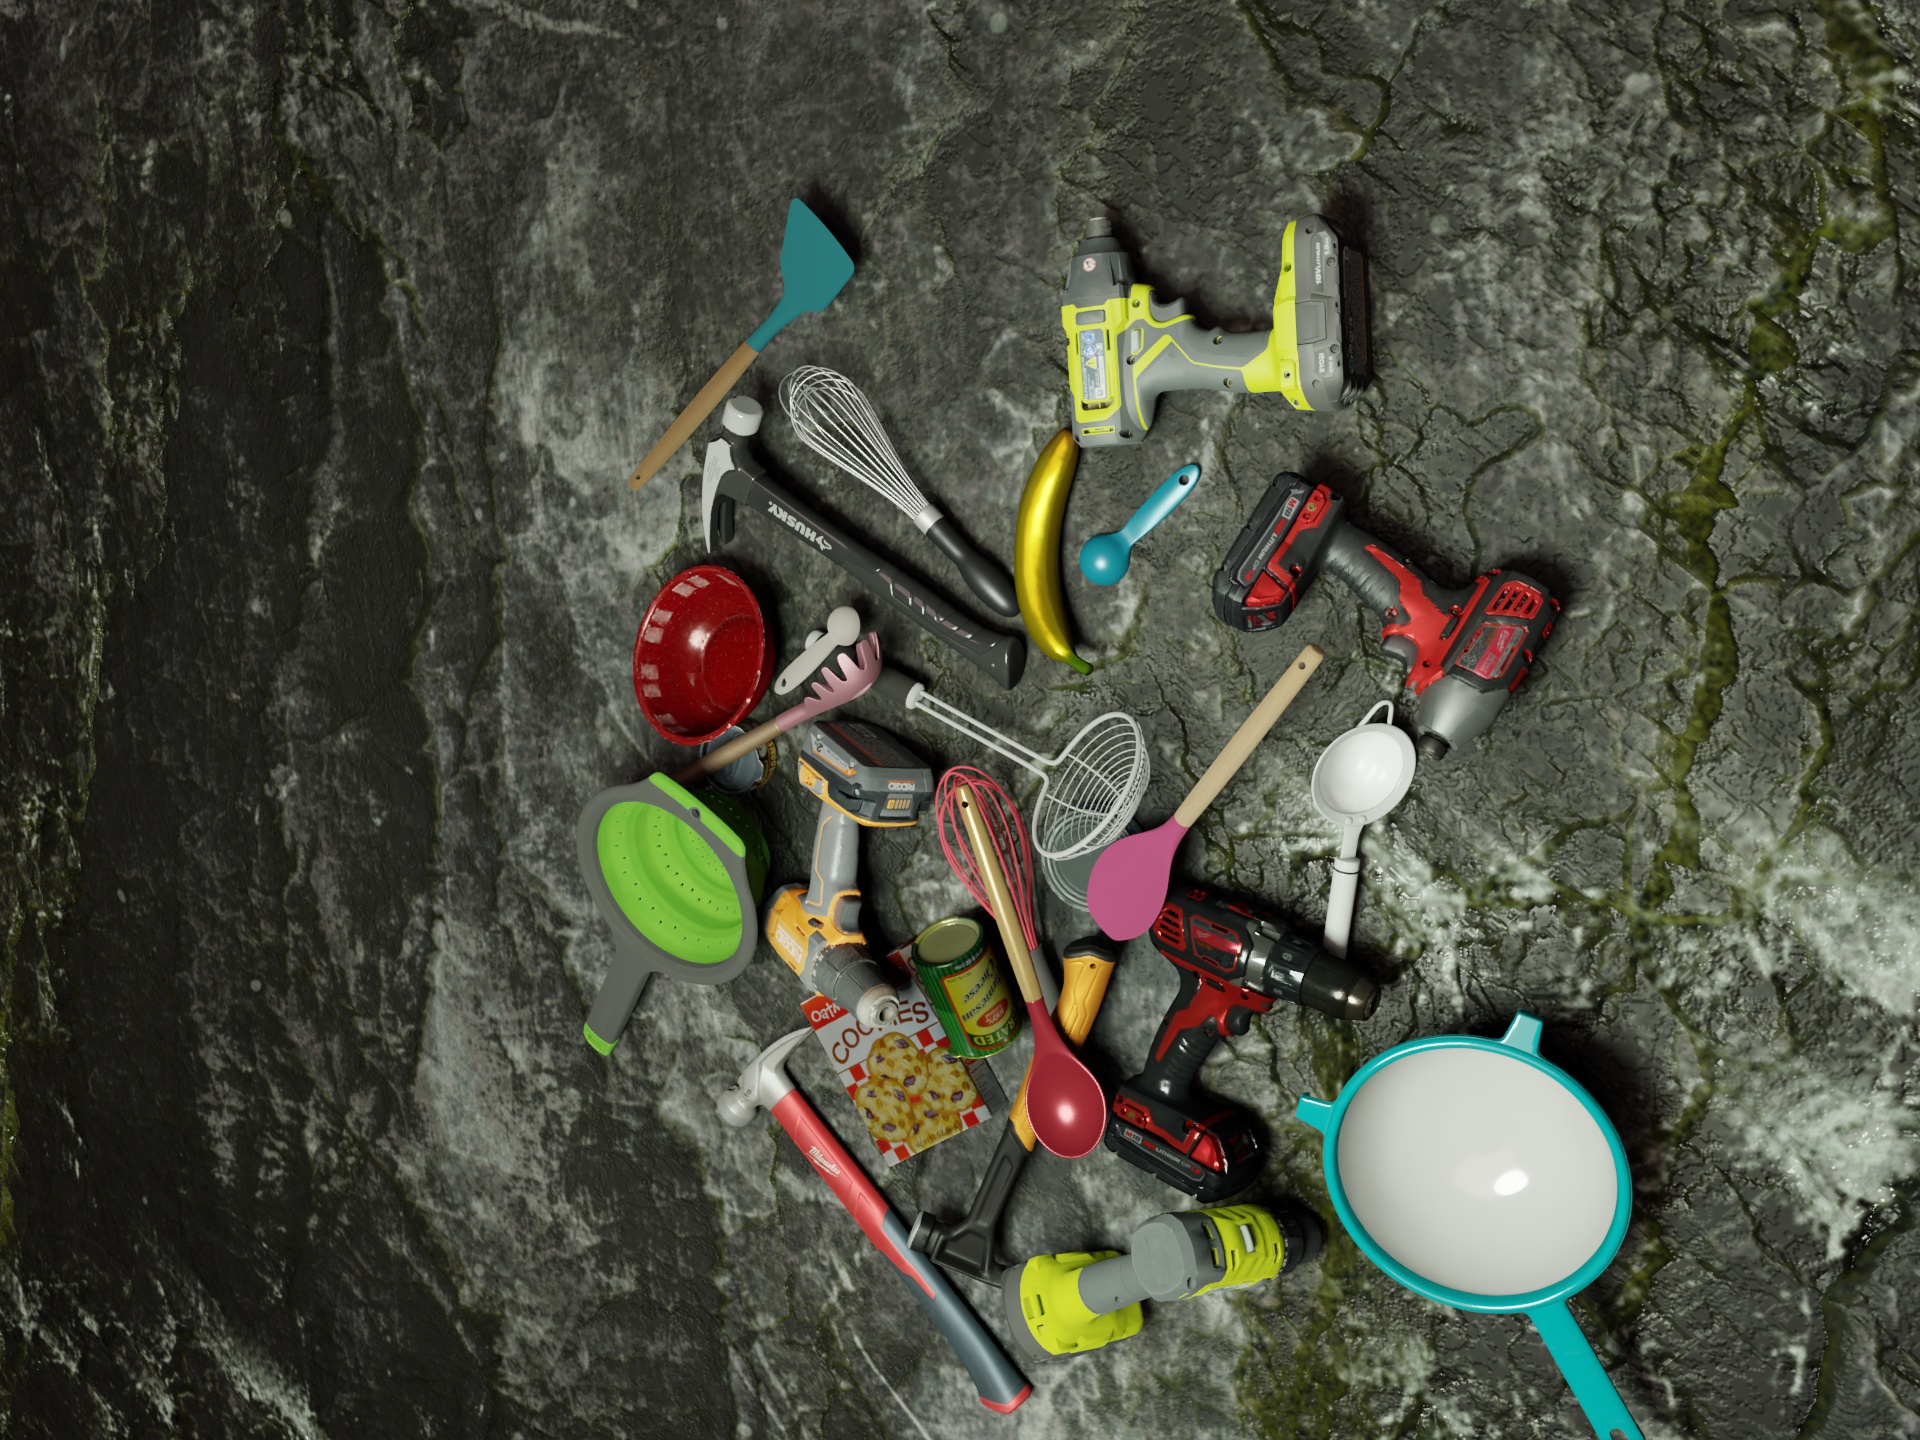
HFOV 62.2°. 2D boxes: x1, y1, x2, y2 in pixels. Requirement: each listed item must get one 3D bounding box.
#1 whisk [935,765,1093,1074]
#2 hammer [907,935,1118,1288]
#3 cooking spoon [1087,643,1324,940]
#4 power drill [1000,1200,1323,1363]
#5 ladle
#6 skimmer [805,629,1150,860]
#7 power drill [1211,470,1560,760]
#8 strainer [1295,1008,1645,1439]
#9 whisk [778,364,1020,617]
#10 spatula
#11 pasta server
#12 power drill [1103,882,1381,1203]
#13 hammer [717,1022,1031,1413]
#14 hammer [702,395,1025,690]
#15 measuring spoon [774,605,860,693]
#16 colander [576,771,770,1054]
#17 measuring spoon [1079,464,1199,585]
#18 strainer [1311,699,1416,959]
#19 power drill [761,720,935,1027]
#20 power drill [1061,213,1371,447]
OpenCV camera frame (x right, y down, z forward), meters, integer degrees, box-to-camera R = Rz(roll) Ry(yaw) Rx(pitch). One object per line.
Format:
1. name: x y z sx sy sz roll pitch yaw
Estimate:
1. whisk: 0.051 0.175 1.340 0.073 0.073 0.296 -19 96 28
2. hammer: 0.066 0.333 1.338 0.127 0.034 0.336 21 109 4
3. cooking spoon: 0.181 0.059 1.197 0.069 0.017 0.318 50 131 23
4. power drill: 0.162 0.442 1.271 0.228 0.190 0.080 -36 58 38
5. ladle: 0.050 0.200 1.277 0.069 0.031 0.315 -16 96 20
6. skimmer: -0.002 -0.004 1.295 0.363 0.090 0.127 29 87 29
7. power drill: 0.298 -0.074 1.141 0.220 0.078 0.143 30 84 17
8. strainer: 0.412 0.372 1.170 0.211 0.095 0.340 -30 90 26
9. whisk: -0.047 -0.192 1.332 0.285 0.070 0.070 47 115 7
10. spatula: -0.204 -0.312 1.394 0.317 0.044 0.082 -43 82 27
11. pasta server: -0.179 0.006 1.391 0.316 0.060 0.040 -27 99 35
12. power drill: 0.217 0.257 1.243 0.188 0.080 0.226 21 104 35
13. hammer: -0.060 0.455 1.449 0.386 0.038 0.143 49 114 12
14. hammer: -0.085 -0.130 1.356 0.335 0.035 0.146 36 131 12
15. measuring spoon: -0.130 -0.058 1.378 0.124 0.018 0.034 -40 63 36
16. colander: -0.272 0.183 1.492 0.204 0.094 0.396 39 131 10
17. measuring spoon: 0.140 -0.156 1.257 0.128 0.021 0.042 -45 78 27
18. strainer: 0.294 0.101 1.213 0.087 0.050 0.258 -1 108 -17
19. power drill: -0.091 0.134 1.357 0.186 0.084 0.226 36 116 50
20. power drill: 0.183 -0.299 1.185 0.223 0.080 0.171 0 98 30
